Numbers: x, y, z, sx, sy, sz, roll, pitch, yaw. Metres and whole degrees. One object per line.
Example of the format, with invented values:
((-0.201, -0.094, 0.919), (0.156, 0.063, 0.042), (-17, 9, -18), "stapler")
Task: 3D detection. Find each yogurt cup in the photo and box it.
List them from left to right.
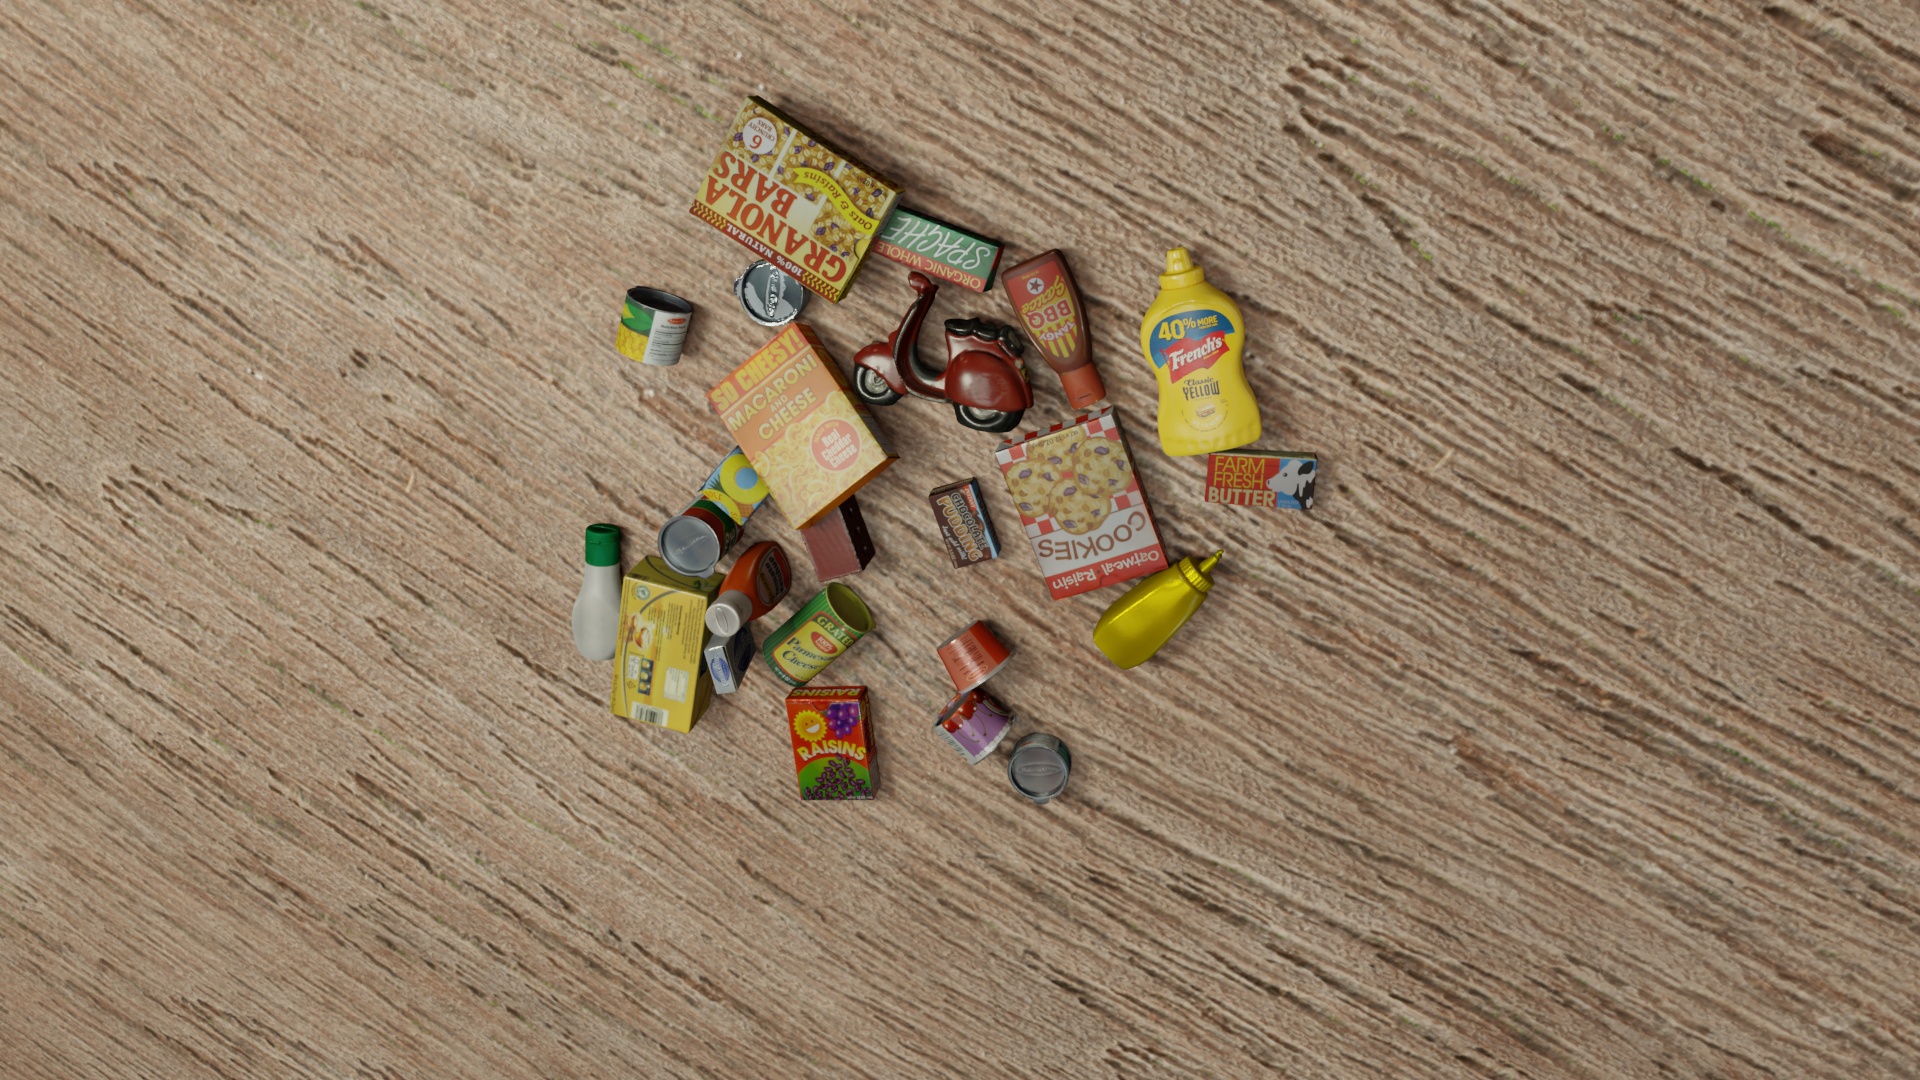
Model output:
((0.012, 0.119, 1.443), (0.072, 0.072, 0.054), (-35, 92, 20), "yogurt cup")

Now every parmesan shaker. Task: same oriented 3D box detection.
((-0.150, 0.102, 1.467), (0.103, 0.071, 0.071), (-41, 98, 21), "parmesan shaker")

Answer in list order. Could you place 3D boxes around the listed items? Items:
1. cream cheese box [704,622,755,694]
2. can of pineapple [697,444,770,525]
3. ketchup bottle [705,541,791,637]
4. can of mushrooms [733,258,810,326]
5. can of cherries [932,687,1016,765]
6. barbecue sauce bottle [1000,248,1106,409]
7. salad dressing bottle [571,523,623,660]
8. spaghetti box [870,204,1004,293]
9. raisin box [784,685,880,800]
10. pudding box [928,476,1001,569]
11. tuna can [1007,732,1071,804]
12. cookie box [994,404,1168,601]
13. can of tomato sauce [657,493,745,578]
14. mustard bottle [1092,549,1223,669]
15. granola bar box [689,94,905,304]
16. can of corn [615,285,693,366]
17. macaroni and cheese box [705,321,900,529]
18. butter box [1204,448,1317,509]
((-0.242, 0.116, 1.468), (0.024, 0.104, 0.053), (-10, 109, 7), "cream cheese box")
((-0.226, -0.056, 1.423), (0.058, 0.071, 0.070), (41, 112, -5), "can of pineapple")
((-0.217, 0.053, 1.417), (0.043, 0.149, 0.064), (-12, 107, 16), "ketchup bottle")
((-0.184, -0.247, 1.367), (0.071, 0.033, 0.070), (4, 111, 10), "can of mushrooms")
((0.014, 0.192, 1.468), (0.058, 0.072, 0.071), (44, 111, -5), "can of cherries")
((0.095, -0.199, 1.325), (0.065, 0.044, 0.148), (-21, 104, 16), "barbecue sauce bottle")
((-0.389, 0.056, 1.509), (0.064, 0.044, 0.147), (10, 110, 10), "salad dressing bottle")
((-0.081, -0.303, 1.330), (0.250, 0.029, 0.050), (21, 113, 3), "spaghetti box")
((-0.139, 0.222, 1.521), (0.086, 0.040, 0.123), (-2, 108, 13), "raisin box")
((0.005, -0.018, 1.413), (0.049, 0.030, 0.083), (-16, 106, 15), "pudding box")
((0.086, 0.244, 1.489), (0.071, 0.033, 0.070), (4, 110, 10), "tuna can")
((0.122, -0.035, 1.379), (0.123, 0.040, 0.167), (-18, 105, 16), "cookie box")
((-0.266, -0.006, 1.441), (0.071, 0.083, 0.071), (4, 110, 10), "can of tomato sauce")
((0.206, 0.062, 1.393), (0.065, 0.049, 0.159), (45, 110, -7), "mustard bottle")
((-0.154, -0.318, 1.300), (0.165, 0.039, 0.123), (32, 112, -1), "granola bar box")
((-0.308, -0.214, 1.386), (0.071, 0.071, 0.058), (21, 112, 3), "can of corn")
((-0.158, -0.113, 1.378), (0.123, 0.040, 0.166), (-37, 81, 15), "macaroni and cheese box")
((0.291, -0.060, 1.346), (0.103, 0.024, 0.053), (4, 109, 9), "butter box")
